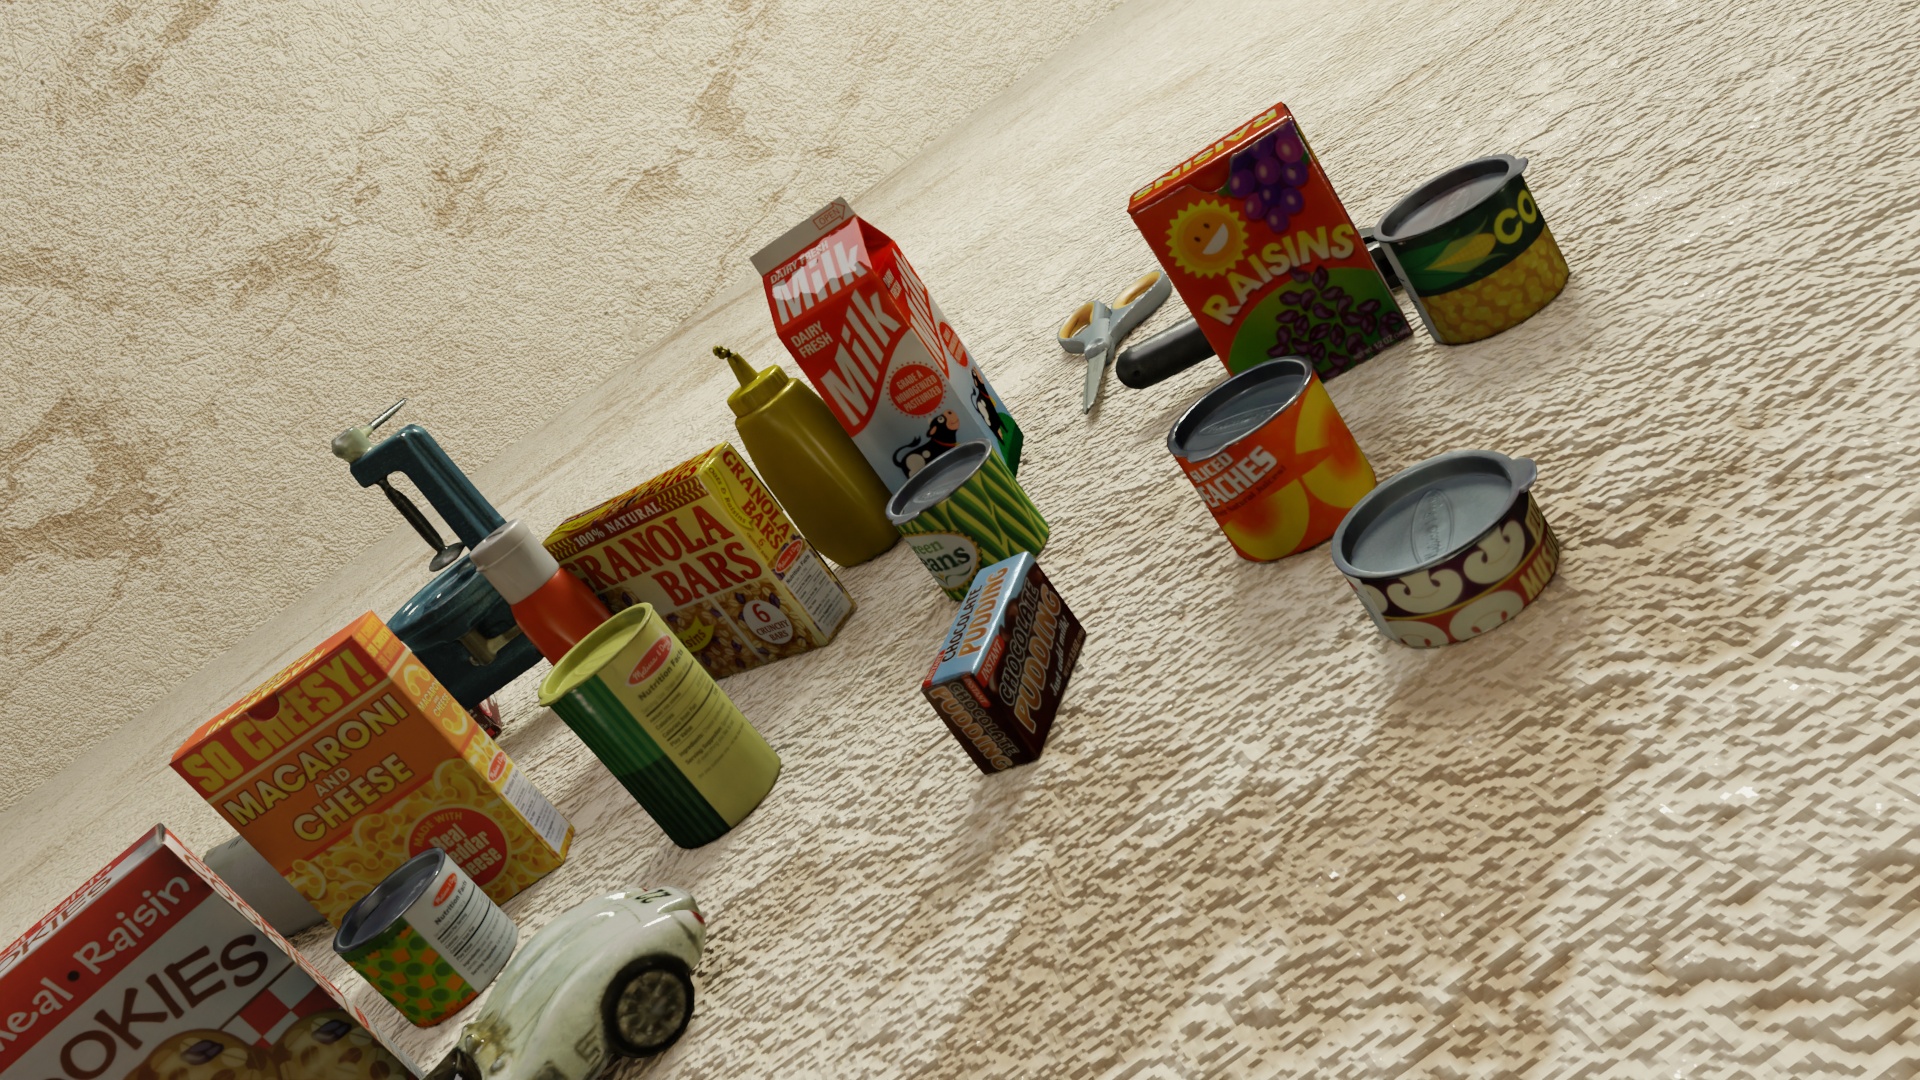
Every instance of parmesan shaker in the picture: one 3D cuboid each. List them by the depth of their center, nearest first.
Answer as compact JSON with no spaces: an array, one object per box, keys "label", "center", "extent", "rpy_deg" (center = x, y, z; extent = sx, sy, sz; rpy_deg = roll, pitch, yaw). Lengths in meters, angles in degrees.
[{"label":"parmesan shaker","center":[-0.145,0.092,0.667],"extent":[0.071,0.103,0.071],"rpy_deg":[-32,19,13]}]

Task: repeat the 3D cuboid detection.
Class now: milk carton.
[{"label":"milk carton","center":[-0.043,-0.108,0.829],"extent":[0.072,0.190,0.074],"rpy_deg":[-29,20,19]}]

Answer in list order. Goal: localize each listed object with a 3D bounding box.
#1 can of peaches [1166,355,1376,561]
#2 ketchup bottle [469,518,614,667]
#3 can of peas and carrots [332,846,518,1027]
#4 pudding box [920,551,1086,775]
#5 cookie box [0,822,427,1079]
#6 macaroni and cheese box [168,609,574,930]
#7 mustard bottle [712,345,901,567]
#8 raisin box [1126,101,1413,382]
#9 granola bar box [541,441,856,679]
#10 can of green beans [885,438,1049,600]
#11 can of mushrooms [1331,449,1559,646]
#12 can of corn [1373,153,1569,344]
[{"label":"can of peaches","center":[0.126,-0.032,0.566],"extent":[0.071,0.058,0.071],"rpy_deg":[-32,19,13]},{"label":"ketchup bottle","center":[-0.230,0.055,0.829],"extent":[0.064,0.148,0.044],"rpy_deg":[-11,31,51]},{"label":"can of peas and carrots","center":[-0.266,0.198,0.691],"extent":[0.071,0.058,0.071],"rpy_deg":[-32,19,13]},{"label":"pudding box","center":[0.019,0.049,0.572],"extent":[0.030,0.049,0.084],"rpy_deg":[-24,22,32]},{"label":"cookie box","center":[-0.314,0.218,0.559],"extent":[0.123,0.167,0.040],"rpy_deg":[-45,21,-24]},{"label":"macaroni and cheese box","center":[-0.310,0.138,0.743],"extent":[0.123,0.166,0.040],"rpy_deg":[-34,19,6]},{"label":"mustard bottle","center":[-0.097,-0.058,0.849],"extent":[0.065,0.160,0.049],"rpy_deg":[-22,23,36]},{"label":"raisin box","center":[0.148,-0.133,0.667],"extent":[0.086,0.123,0.040],"rpy_deg":[-28,20,22]},{"label":"granola bar box","center":[-0.159,0.021,0.823],"extent":[0.165,0.124,0.039],"rpy_deg":[-19,25,40]},{"label":"can of green beans","center":[0.004,-0.011,0.724],"extent":[0.071,0.057,0.071],"rpy_deg":[-32,19,13]},{"label":"can of mushrooms","center":[0.163,0.002,0.463],"extent":[0.071,0.033,0.071],"rpy_deg":[-31,19,13]},{"label":"can of corn","center":[0.231,-0.130,0.620],"extent":[0.071,0.058,0.071],"rpy_deg":[-32,19,13]}]
